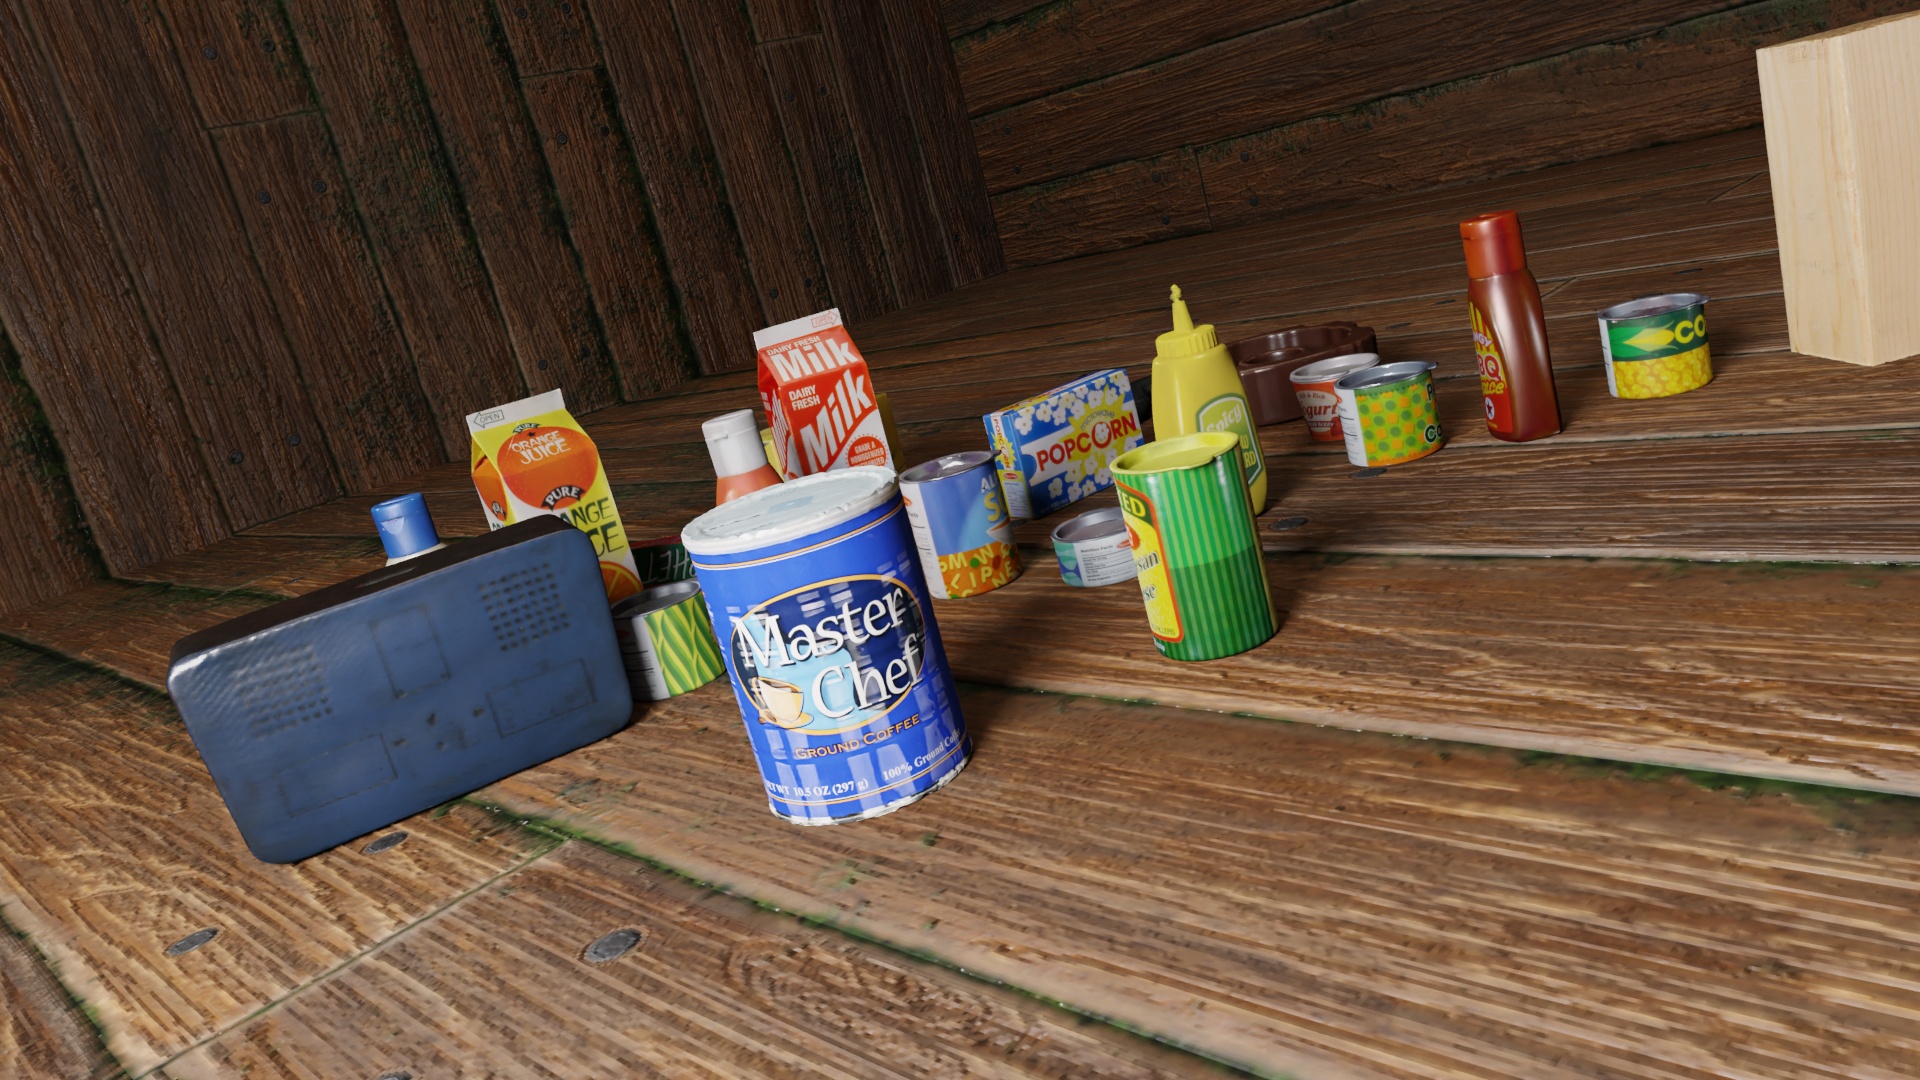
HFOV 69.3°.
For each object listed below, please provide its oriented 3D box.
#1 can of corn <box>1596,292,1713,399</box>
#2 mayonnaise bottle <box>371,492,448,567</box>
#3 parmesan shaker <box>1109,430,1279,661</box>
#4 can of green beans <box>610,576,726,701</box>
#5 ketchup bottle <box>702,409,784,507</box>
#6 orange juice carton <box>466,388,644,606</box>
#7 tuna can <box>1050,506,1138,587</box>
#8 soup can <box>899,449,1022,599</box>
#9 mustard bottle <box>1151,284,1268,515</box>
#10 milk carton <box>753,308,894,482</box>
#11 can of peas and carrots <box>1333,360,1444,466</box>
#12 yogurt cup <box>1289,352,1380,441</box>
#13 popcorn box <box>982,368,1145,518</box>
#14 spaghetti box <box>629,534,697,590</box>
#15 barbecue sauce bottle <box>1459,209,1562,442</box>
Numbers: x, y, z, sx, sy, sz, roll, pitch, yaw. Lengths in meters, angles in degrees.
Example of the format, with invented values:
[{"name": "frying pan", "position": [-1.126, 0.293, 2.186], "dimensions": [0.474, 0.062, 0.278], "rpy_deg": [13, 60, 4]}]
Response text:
[{"name": "can of corn", "position": [0.480, -0.134, 0.954], "dimensions": [0.071, 0.058, 0.071], "rpy_deg": [-14, 14, 4]}, {"name": "mayonnaise bottle", "position": [-0.376, 0.041, 0.988], "dimensions": [0.065, 0.147, 0.041], "rpy_deg": [-14, 14, 5]}, {"name": "parmesan shaker", "position": [0.120, 0.003, 0.707], "dimensions": [0.071, 0.102, 0.071], "rpy_deg": [-14, 14, 4]}, {"name": "can of green beans", "position": [-0.188, 0.063, 0.891], "dimensions": [0.071, 0.057, 0.071], "rpy_deg": [-14, 14, 4]}, {"name": "ketchup bottle", "position": [-0.138, -0.014, 0.949], "dimensions": [0.064, 0.148, 0.044], "rpy_deg": [-11, 14, 18]}, {"name": "orange juice carton", "position": [-0.287, -0.007, 0.990], "dimensions": [0.072, 0.192, 0.073], "rpy_deg": [-24, 16, -31]}, {"name": "tuna can", "position": [0.093, 0.003, 0.883], "dimensions": [0.071, 0.032, 0.071], "rpy_deg": [-14, 14, 4]}, {"name": "soup can", "position": [0.003, -0.012, 0.928], "dimensions": [0.071, 0.083, 0.071], "rpy_deg": [-14, 14, 4]}, {"name": "mustard bottle", "position": [0.156, -0.087, 0.903], "dimensions": [0.065, 0.159, 0.049], "rpy_deg": [-21, 15, -24]}, {"name": "milk carton", "position": [-0.102, -0.078, 1.076], "dimensions": [0.072, 0.190, 0.073], "rpy_deg": [-20, 14, -18]}, {"name": "can of peas and carrots", "position": [0.301, -0.089, 0.967], "dimensions": [0.071, 0.058, 0.071], "rpy_deg": [-14, 14, 4]}, {"name": "yogurt cup", "position": [0.292, -0.109, 1.066], "dimensions": [0.072, 0.053, 0.072], "rpy_deg": [-14, 14, 4]}, {"name": "popcorn box", "position": [0.085, -0.077, 1.093], "dimensions": [0.127, 0.085, 0.038], "rpy_deg": [-24, 16, -32]}, {"name": "spaghetti box", "position": [-0.253, 0.026, 1.120], "dimensions": [0.250, 0.050, 0.029], "rpy_deg": [-8, 15, 27]}, {"name": "barbecue sauce bottle", "position": [0.364, -0.143, 0.924], "dimensions": [0.044, 0.148, 0.065], "rpy_deg": [-14, 14, 5]}]
